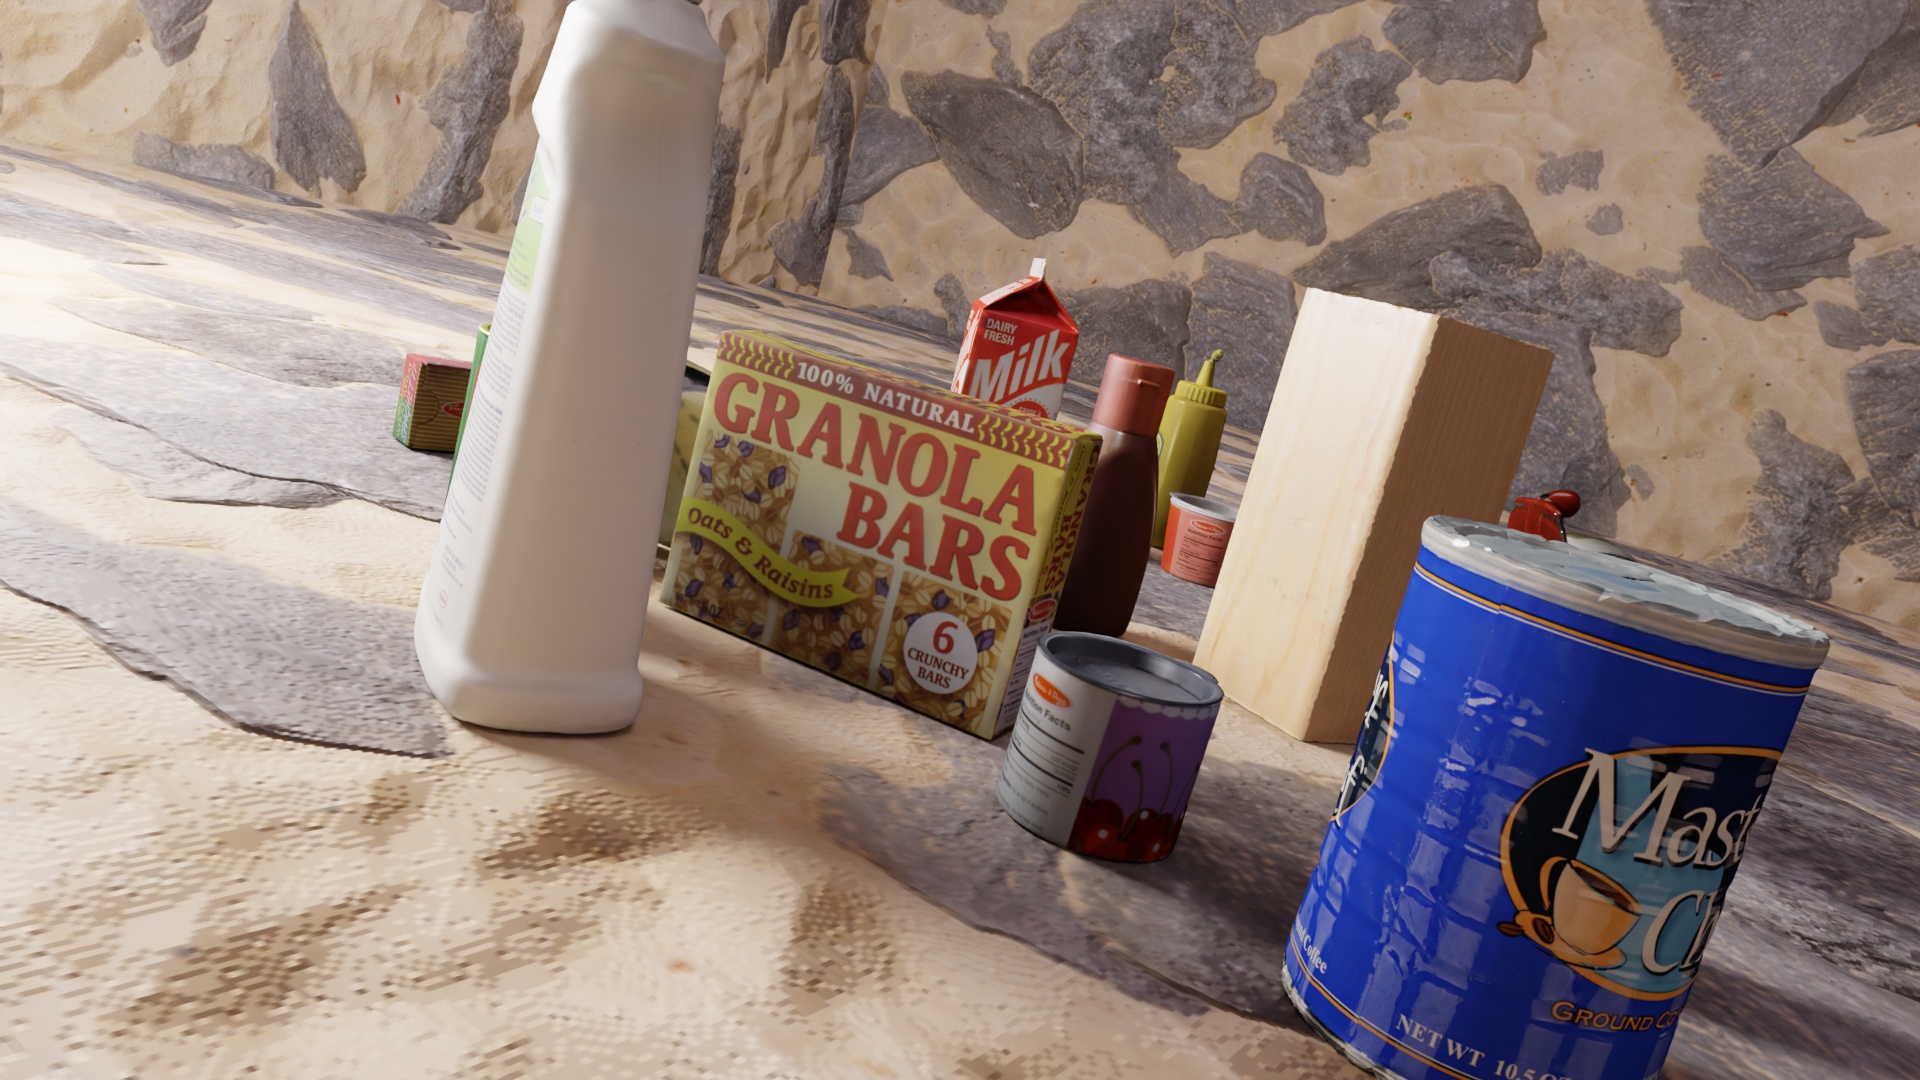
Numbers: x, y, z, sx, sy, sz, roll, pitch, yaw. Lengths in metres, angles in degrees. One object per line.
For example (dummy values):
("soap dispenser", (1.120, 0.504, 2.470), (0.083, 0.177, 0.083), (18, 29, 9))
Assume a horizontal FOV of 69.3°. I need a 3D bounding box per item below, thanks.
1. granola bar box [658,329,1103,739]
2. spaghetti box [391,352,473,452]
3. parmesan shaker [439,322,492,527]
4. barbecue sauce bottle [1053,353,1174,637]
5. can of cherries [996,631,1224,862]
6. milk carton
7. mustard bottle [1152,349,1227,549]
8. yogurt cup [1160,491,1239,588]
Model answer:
("granola bar box", (-0.036, -0.007, 0.573), (0.166, 0.124, 0.039), (20, 11, 23))
("spaghetti box", (-0.216, -0.071, 0.849), (0.250, 0.050, 0.029), (4, 15, -45))
("parmesan shaker", (-0.169, -0.030, 0.567), (0.071, 0.103, 0.071), (14, 11, -3))
("barbecue sauce bottle", (0.078, -0.025, 0.749), (0.065, 0.148, 0.044), (12, 11, -14))
("can of cherries", (0.053, 0.070, 0.480), (0.071, 0.058, 0.071), (14, 11, -3))
("milk carton", (0.032, -0.108, 0.993), (0.073, 0.190, 0.072), (14, 11, -7))
("mustard bottle", (0.176, -0.073, 1.089), (0.049, 0.160, 0.065), (14, 10, -4))
("yogurt cup", (0.177, 0.002, 0.996), (0.072, 0.053, 0.072), (14, 11, -3))
